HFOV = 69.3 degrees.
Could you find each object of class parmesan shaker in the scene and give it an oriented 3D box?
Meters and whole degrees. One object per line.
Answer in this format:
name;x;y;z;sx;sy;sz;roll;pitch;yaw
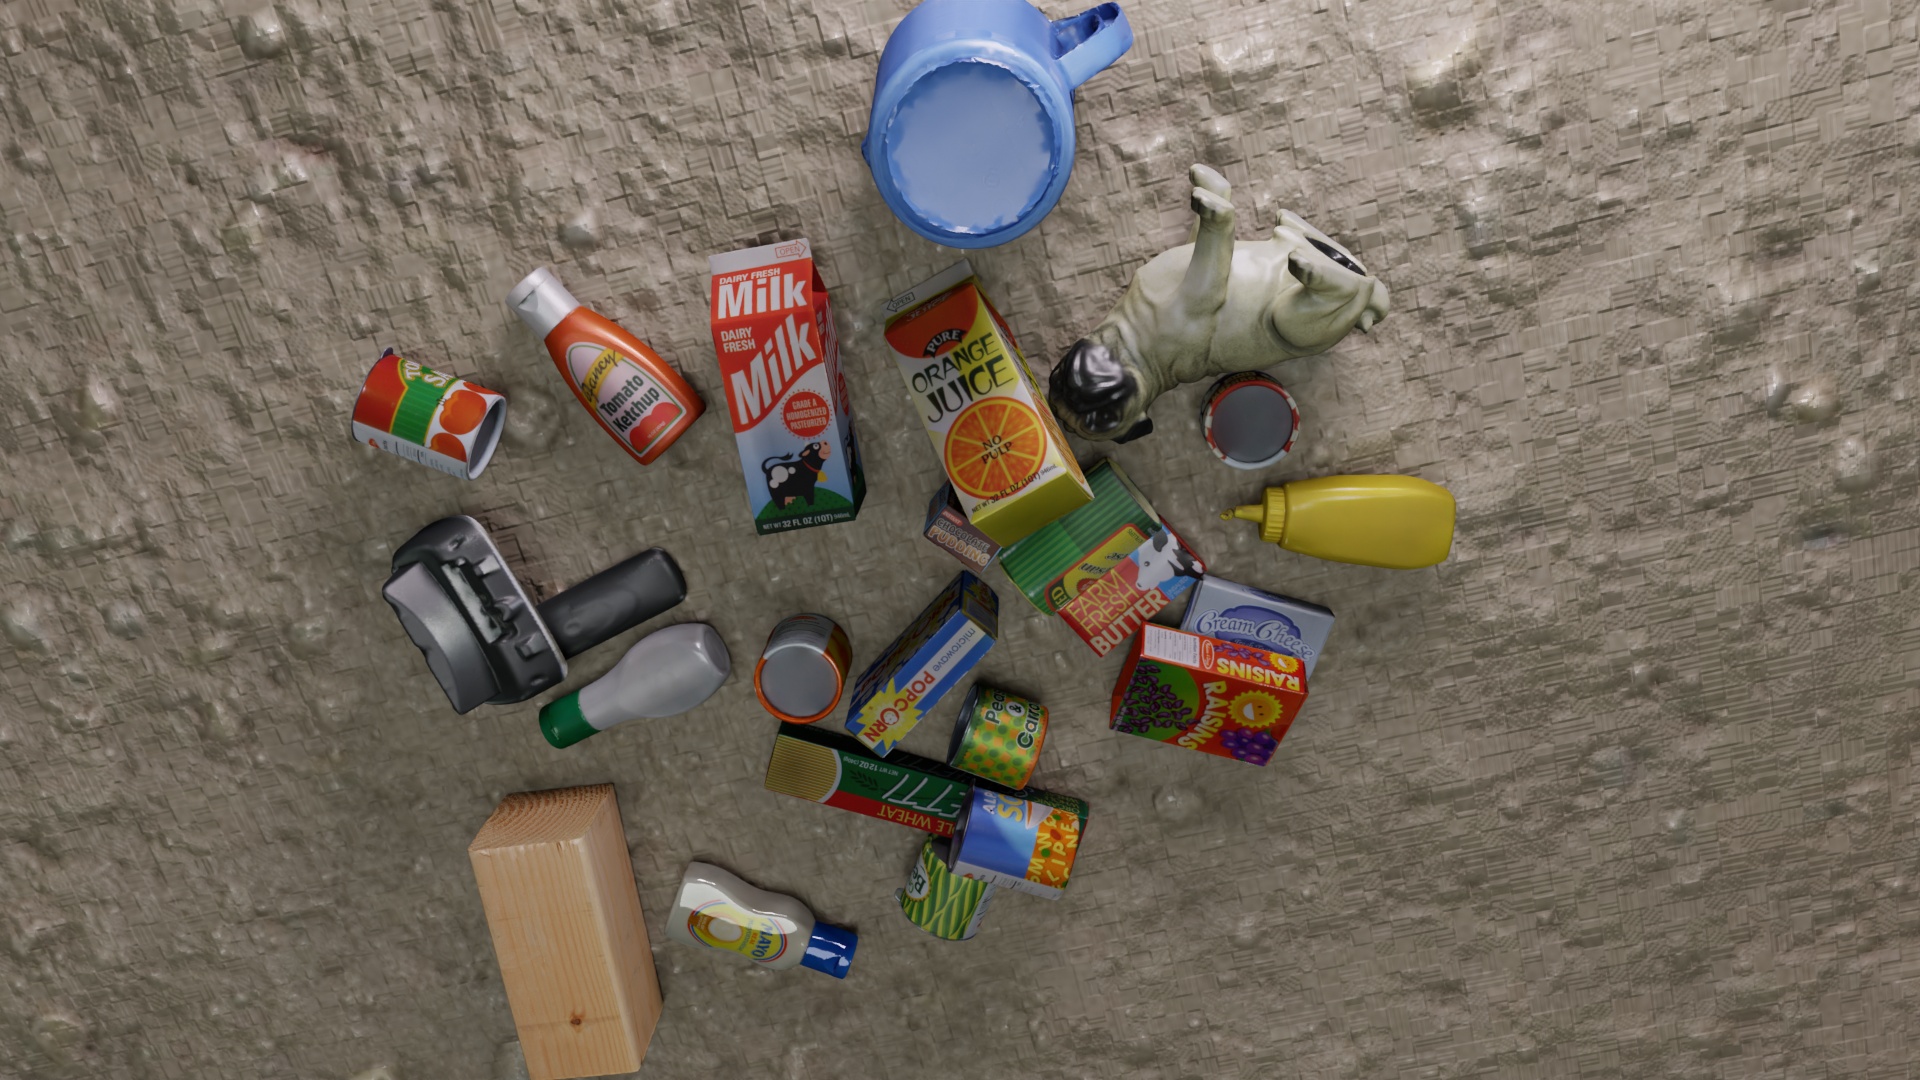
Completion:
parmesan shaker;0.083;-0.003;0.982;0.103;0.071;0.071;-39;102;13

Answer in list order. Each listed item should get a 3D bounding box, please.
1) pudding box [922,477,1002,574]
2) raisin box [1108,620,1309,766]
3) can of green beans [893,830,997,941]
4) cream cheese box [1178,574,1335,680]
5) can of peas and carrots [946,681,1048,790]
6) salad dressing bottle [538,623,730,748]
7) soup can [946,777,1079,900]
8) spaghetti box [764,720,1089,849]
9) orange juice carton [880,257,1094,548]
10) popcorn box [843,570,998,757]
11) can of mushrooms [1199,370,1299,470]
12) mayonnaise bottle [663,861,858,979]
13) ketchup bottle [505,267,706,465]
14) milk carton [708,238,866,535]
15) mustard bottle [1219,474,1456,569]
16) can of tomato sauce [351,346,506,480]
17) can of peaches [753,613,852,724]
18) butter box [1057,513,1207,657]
pudding box;0.003;-0.012;0.975;0.049;0.084;0.030;36;106;-8
raisin box;0.180;0.113;1.017;0.123;0.040;0.085;14;131;-2
can of green beans;-0.006;0.265;1.073;0.071;0.071;0.057;21;107;-4
cream cheese box;0.217;0.064;1.022;0.104;0.024;0.053;15;107;-3
can of peas and carrots;0.028;0.144;1.033;0.059;0.071;0.070;20;108;-5
salad dressing bottle;-0.247;0.112;1.047;0.147;0.044;0.064;-25;107;11
soup can;0.040;0.221;1.027;0.084;0.071;0.071;16;108;-4
spaghetti box;-0.025;0.196;1.072;0.250;0.029;0.050;16;107;-3
orange juice carton;0.011;-0.098;0.929;0.072;0.073;0.193;-29;68;11
popcorn box;-0.026;0.088;1.008;0.038;0.085;0.126;41;105;-11
can of mushrooms;0.201;-0.086;0.971;0.071;0.033;0.070;1;108;3
mayonnaise bottle;-0.157;0.308;1.106;0.148;0.041;0.064;20;106;-4
ketchup bottle;-0.251;-0.125;0.971;0.064;0.044;0.148;-41;101;14
milk carton;-0.119;-0.107;0.956;0.072;0.074;0.190;-9;107;5
mustard bottle;0.264;-0.017;0.983;0.160;0.049;0.065;4;108;2
can of tomato sauce;-0.371;-0.088;0.976;0.083;0.071;0.071;20;108;-5
can of peaches;-0.115;0.097;1.028;0.071;0.058;0.071;1;107;2
butter box;0.124;0.034;1.017;0.103;0.024;0.053;-42;101;13
